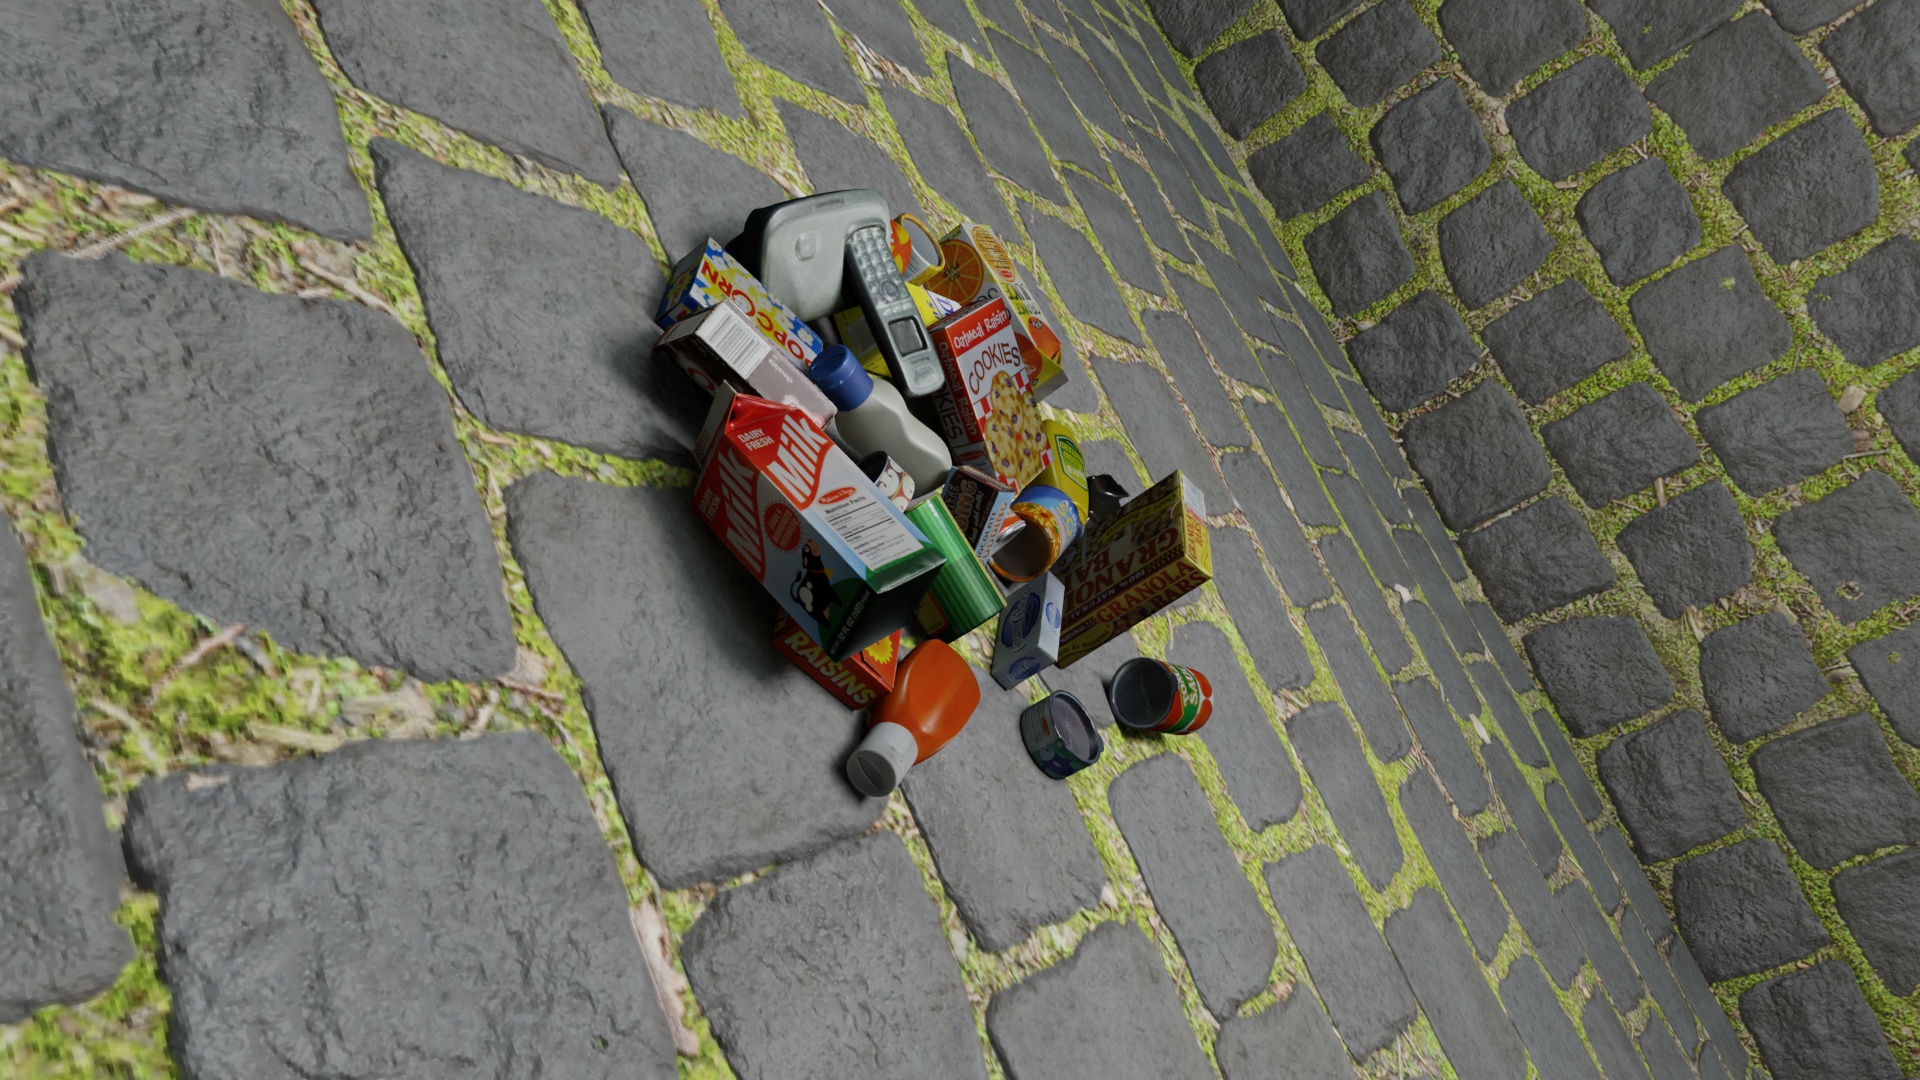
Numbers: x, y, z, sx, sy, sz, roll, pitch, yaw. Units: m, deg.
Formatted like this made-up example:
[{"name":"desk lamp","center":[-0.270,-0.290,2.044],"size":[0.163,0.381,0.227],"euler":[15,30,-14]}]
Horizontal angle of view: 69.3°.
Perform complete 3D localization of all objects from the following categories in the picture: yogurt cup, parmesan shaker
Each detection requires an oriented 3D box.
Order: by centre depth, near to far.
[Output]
[{"name":"parmesan shaker","center":[-0.017,0.024,1.069],"size":[0.103,0.071,0.071],"euler":[58,27,1]},{"name":"yogurt cup","center":[0.012,-0.013,1.167],"size":[0.054,0.072,0.072],"euler":[51,26,6]}]

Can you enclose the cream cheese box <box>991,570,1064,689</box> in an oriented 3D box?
[{"name":"cream cheese box","center":[0.057,0.074,1.155],"size":[0.024,0.053,0.104],"euler":[44,29,-20]}]

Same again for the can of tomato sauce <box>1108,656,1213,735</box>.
[{"name":"can of tomato sauce","center":[0.188,0.143,1.279],"size":[0.083,0.071,0.071],"euler":[17,46,-52]}]

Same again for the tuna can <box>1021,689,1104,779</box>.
[{"name":"tuna can","center":[0.083,0.159,1.129],"size":[0.071,0.032,0.071],"euler":[40,32,-30]}]

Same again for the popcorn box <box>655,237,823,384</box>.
[{"name":"popcorn box","center":[-0.164,-0.158,1.056],"size":[0.126,0.038,0.085],"euler":[41,32,-28]}]

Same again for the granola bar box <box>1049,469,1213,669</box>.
[{"name":"granola bar box","center":[0.141,0.025,1.226],"size":[0.039,0.165,0.125],"euler":[42,30,-24]}]

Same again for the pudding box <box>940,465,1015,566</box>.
[{"name":"pudding box","center":[0.004,-0.014,1.117],"size":[0.050,0.083,0.030],"euler":[30,16,26]}]

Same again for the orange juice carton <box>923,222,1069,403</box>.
[{"name":"orange juice carton","center":[0.037,-0.227,1.429],"size":[0.193,0.071,0.073],"euler":[60,27,6]}]

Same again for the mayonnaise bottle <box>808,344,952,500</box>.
[{"name":"mayonnaise bottle","center":[-0.065,-0.092,1.091],"size":[0.147,0.064,0.041],"euler":[52,23,-41]}]

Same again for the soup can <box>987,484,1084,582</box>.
[{"name":"soup can","center":[0.066,-0.006,1.240],"size":[0.071,0.071,0.084],"euler":[55,27,-4]}]

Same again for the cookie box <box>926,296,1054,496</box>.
[{"name":"cookie box","center":[0.023,-0.128,1.270],"size":[0.123,0.040,0.167],"euler":[-42,116,-56]}]

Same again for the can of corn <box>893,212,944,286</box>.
[{"name":"can of corn","center":[-0.057,-0.273,1.337],"size":[0.071,0.058,0.071],"euler":[40,32,-31]}]

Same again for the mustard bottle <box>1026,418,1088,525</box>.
[{"name":"mustard bottle","center":[0.097,-0.047,1.358],"size":[0.065,0.048,0.161],"euler":[33,35,-36]}]

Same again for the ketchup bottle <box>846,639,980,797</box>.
[{"name":"ketchup bottle","center":[-0.033,0.124,0.961],"size":[0.064,0.043,0.149],"euler":[53,27,-5]}]

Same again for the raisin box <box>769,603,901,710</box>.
[{"name":"raisin box","center":[-0.081,0.046,0.972],"size":[0.086,0.040,0.124],"euler":[44,30,-26]}]

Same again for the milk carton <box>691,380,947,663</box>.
[{"name":"milk carton","center":[-0.107,-0.019,0.910],"size":[0.191,0.072,0.074],"euler":[46,39,17]}]

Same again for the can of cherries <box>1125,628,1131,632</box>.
[{"name":"can of cherries","center":[0.150,0.044,1.333],"size":[0.071,0.071,0.059],"euler":[49,27,-15]}]

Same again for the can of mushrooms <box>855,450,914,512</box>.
[{"name":"can of mushrooms","center":[-0.070,-0.031,1.047],"size":[0.033,0.071,0.071],"euler":[45,29,-25]}]

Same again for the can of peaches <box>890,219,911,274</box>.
[{"name":"can of peaches","center":[-0.086,-0.272,1.275],"size":[0.058,0.071,0.071],"euler":[21,43,-51]}]
